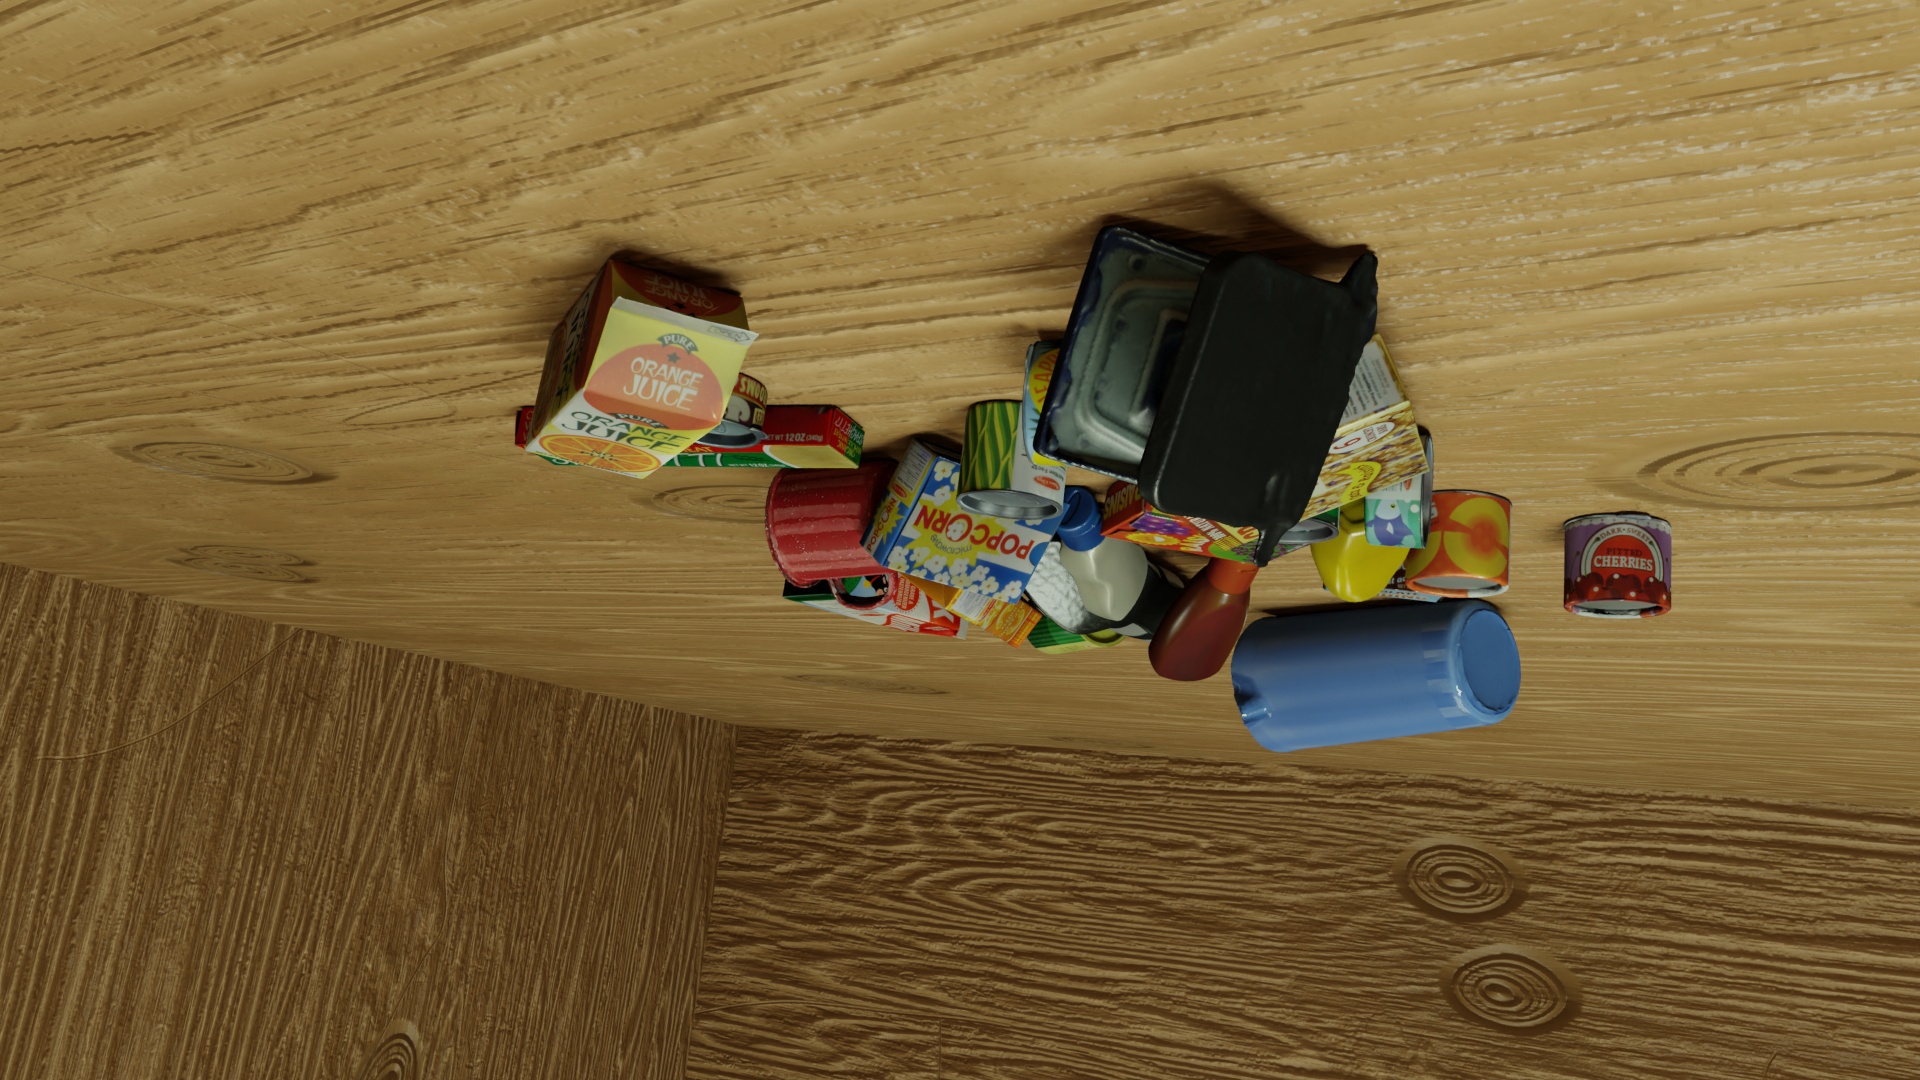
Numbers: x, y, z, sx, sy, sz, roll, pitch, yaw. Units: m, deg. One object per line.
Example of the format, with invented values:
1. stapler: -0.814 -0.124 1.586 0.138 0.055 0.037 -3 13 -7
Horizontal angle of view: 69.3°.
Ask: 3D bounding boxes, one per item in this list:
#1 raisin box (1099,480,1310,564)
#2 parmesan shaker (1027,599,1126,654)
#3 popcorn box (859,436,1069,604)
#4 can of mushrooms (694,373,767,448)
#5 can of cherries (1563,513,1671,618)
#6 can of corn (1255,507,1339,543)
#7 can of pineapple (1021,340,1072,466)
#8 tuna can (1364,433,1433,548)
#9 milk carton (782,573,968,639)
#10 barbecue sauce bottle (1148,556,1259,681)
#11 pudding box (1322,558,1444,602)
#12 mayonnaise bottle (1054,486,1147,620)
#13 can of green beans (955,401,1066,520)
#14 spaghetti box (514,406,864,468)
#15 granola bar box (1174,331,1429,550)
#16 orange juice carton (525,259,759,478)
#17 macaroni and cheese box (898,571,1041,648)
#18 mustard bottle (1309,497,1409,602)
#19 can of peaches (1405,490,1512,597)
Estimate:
1. raisin box: 0.170 -0.017 0.963 0.123 0.040 0.086 10 167 -11
2. parmesan shaker: 0.108 0.072 1.321 0.071 0.071 0.103 13 166 -23
3. popcorn box: 0.003 -0.012 0.959 0.127 0.085 0.038 18 -165 -39
4. can of mushrooms: -0.152 -0.082 0.864 0.071 0.033 0.071 7 166 2
5. can of cherries: 0.438 0.018 0.927 0.071 0.058 0.071 7 167 2
6. can of corn: 0.192 -0.034 0.831 0.071 0.058 0.071 7 167 2
7. can of pineapple: 0.067 -0.071 0.723 0.058 0.071 0.071 3 166 15
8. tuna can: 0.255 -0.028 0.806 0.033 0.071 0.071 3 166 23
9. milk carton: -0.059 0.037 1.245 0.190 0.072 0.073 19 163 -41
10. barbecue sauce bottle: 0.199 0.052 1.099 0.065 0.044 0.147 -2 139 -17
11. pudding box: 0.307 0.014 1.001 0.084 0.050 0.030 6 168 8
12. mayonnaise bottle: 0.103 0.007 1.054 0.041 0.065 0.147 18 163 28
13. can of green beans: 0.033 -0.049 0.855 0.071 0.058 0.071 6 167 2
14. spaghetti box: -0.188 -0.070 0.945 0.250 0.029 0.050 2 165 21
15. granola bar box: 0.170 -0.045 0.713 0.124 0.039 0.165 -23 164 17
16. orange juice carton: -0.173 -0.092 0.743 0.072 0.073 0.192 14 165 -26
17. macaroni and cheese box: -0.014 0.023 1.113 0.124 0.040 0.166 36 -179 26
18. mustard bottle: 0.262 0.006 0.916 0.065 0.049 0.159 -27 154 -2
19. can of peaches: 0.328 0.003 0.922 0.071 0.058 0.071 6 167 2
